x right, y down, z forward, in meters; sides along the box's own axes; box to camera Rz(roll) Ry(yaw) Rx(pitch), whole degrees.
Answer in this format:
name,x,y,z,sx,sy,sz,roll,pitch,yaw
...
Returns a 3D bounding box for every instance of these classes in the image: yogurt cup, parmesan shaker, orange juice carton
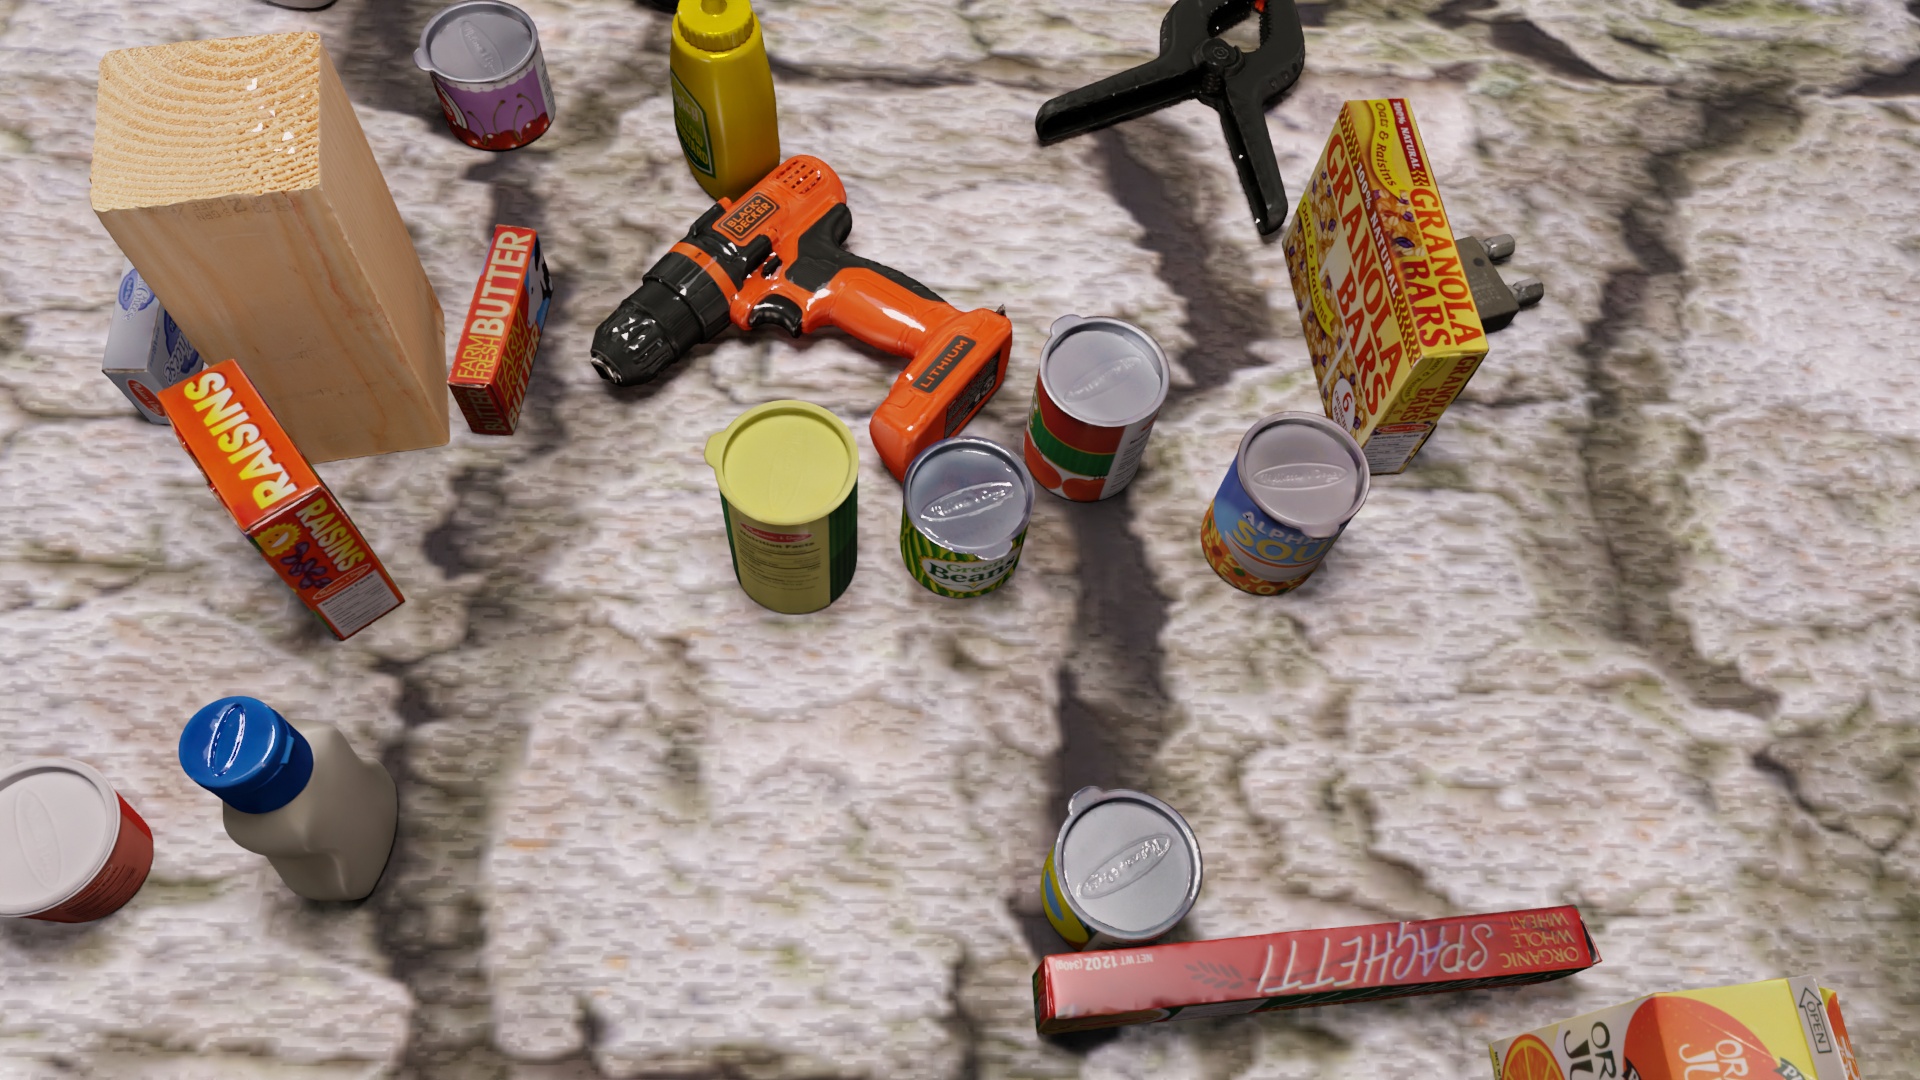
name,x,y,z,sx,sy,sz,roll,pitch,yaw
yogurt cup,-0.393,0.135,0.607,0.072,0.053,0.072,2,63,-4
parmesan shaker,-0.086,-0.015,0.681,0.071,0.102,0.071,2,63,-4
orange juice carton,0.286,0.221,0.543,0.073,0.191,0.072,0,64,-4

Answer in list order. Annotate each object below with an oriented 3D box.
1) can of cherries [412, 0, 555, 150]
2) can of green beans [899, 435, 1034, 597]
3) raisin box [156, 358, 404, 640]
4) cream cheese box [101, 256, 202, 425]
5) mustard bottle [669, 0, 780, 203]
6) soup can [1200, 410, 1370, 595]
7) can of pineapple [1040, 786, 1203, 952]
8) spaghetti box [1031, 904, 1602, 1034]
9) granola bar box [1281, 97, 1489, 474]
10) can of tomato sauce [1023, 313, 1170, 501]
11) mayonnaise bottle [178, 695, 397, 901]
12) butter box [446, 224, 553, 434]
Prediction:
name,x,y,z,sx,sy,sz,roll,pitch,yaw
can of cherries,-0.281,-0.274,0.821,0.071,0.058,0.072,2,63,-4
can of green beans,0.002,-0.011,0.712,0.071,0.057,0.071,2,63,-4
raisin box,-0.316,-0.016,0.652,0.040,0.123,0.086,-34,71,-19
cream cheese box,-0.421,-0.118,0.733,0.024,0.053,0.104,-3,64,-6
mustard bottle,-0.133,-0.257,0.768,0.049,0.159,0.065,-31,70,-18
soup can,0.165,-0.015,0.713,0.071,0.083,0.071,2,63,-4
can of pineapple,0.072,0.152,0.635,0.071,0.057,0.071,2,63,-4
spaghetti box,0.158,0.194,0.626,0.250,0.050,0.029,-4,64,-7
granola bar box,0.226,-0.136,0.757,0.039,0.123,0.166,-3,64,-6
can of tomato sauce,0.068,-0.069,0.733,0.071,0.082,0.071,2,63,-4
mayonnaise bottle,-0.277,0.106,0.579,0.041,0.147,0.065,4,63,-3
butter box,-0.245,-0.113,0.746,0.024,0.053,0.104,7,63,-1
